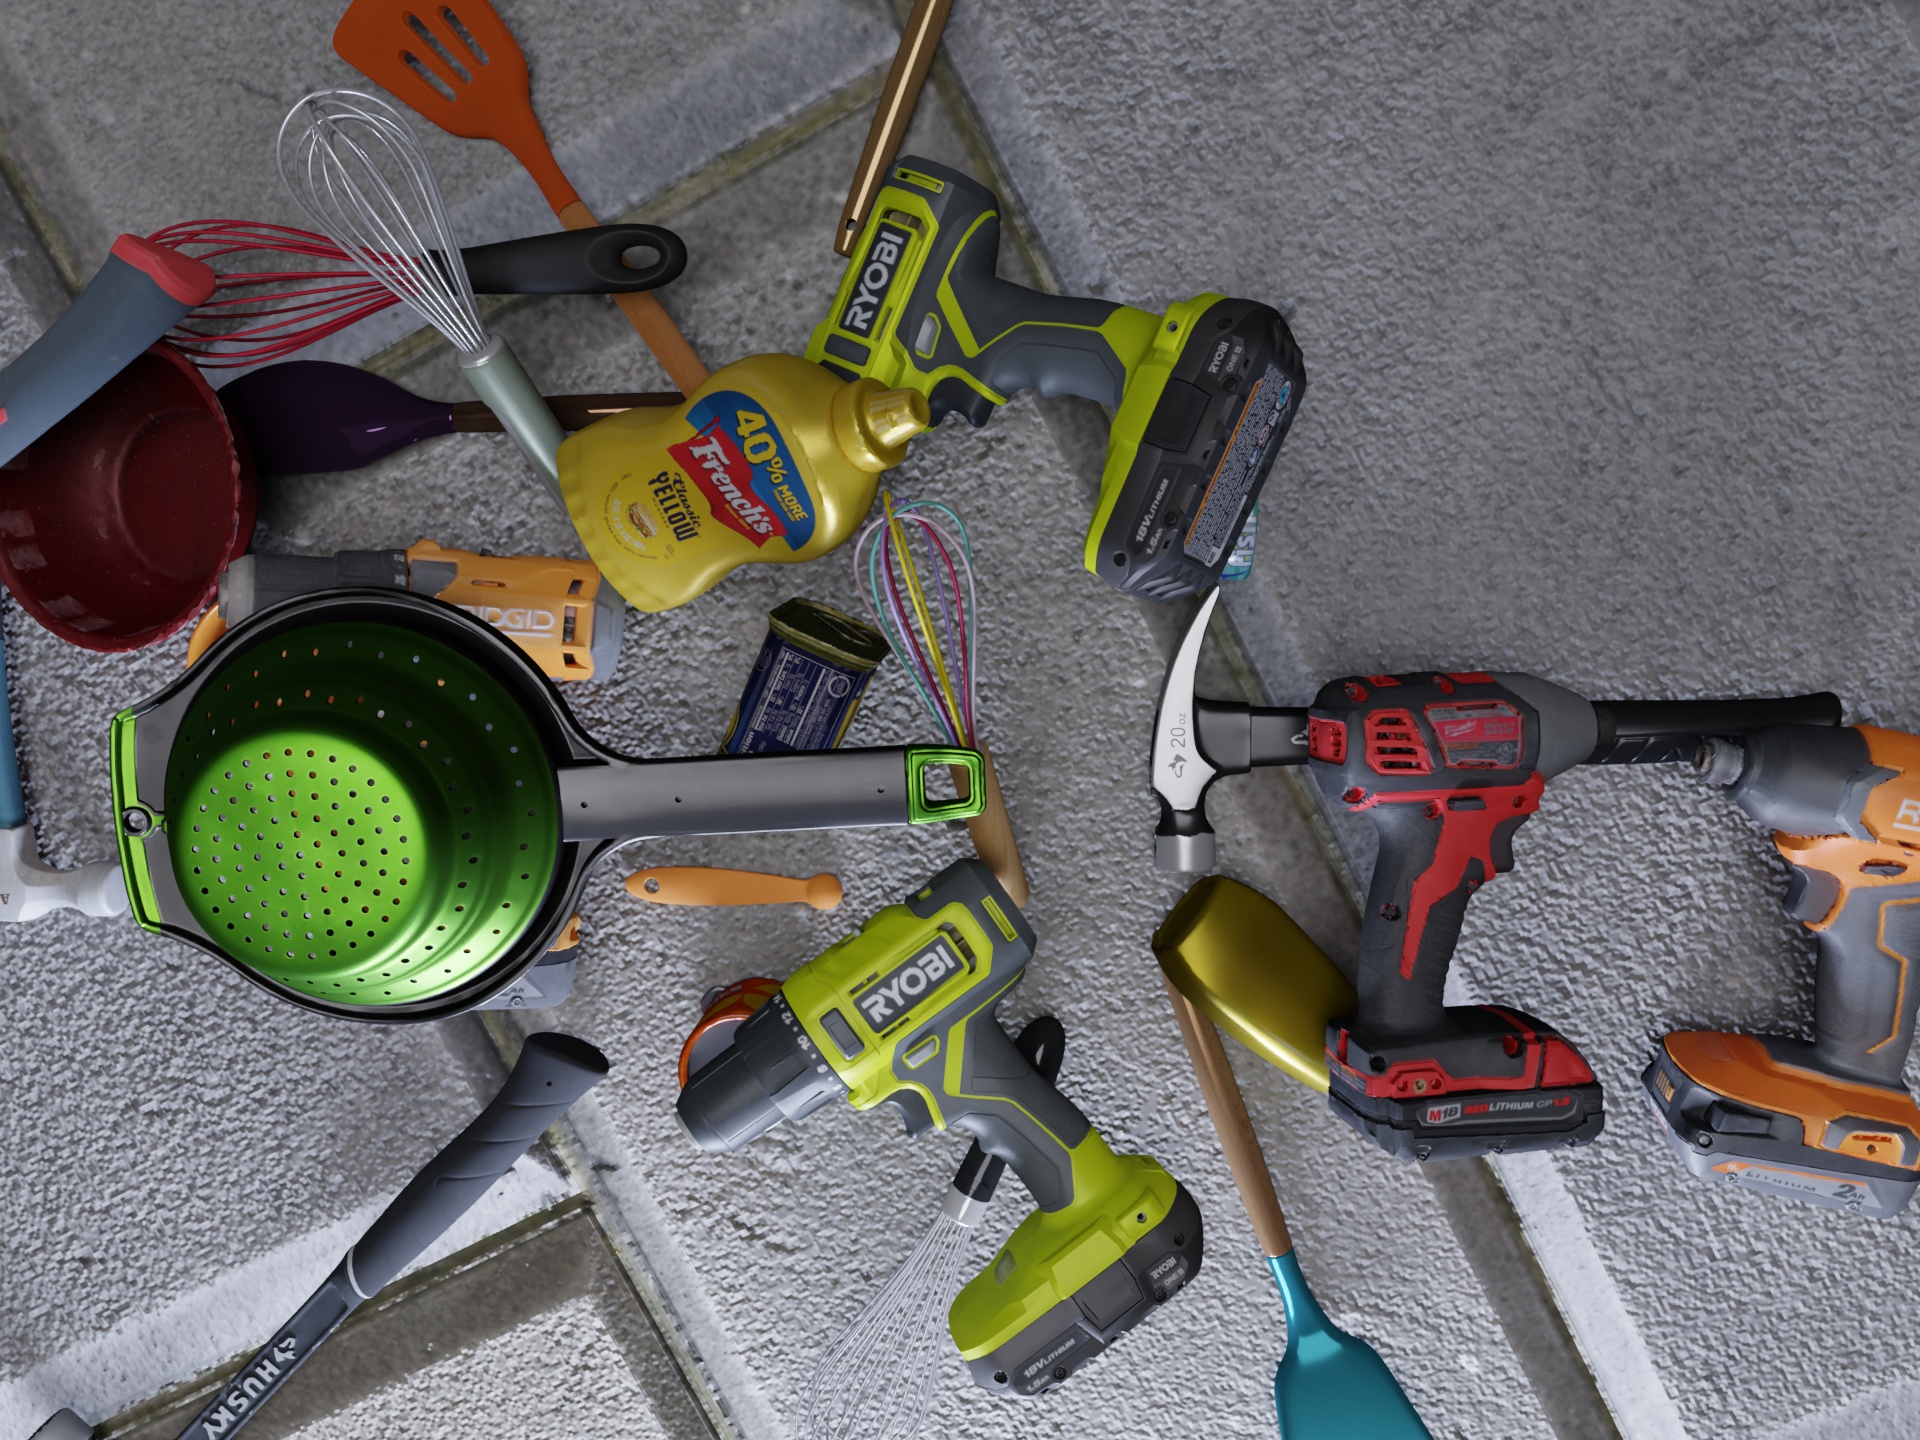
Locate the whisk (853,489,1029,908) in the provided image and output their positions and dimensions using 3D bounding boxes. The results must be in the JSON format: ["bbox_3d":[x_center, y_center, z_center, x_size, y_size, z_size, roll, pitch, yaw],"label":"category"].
[{"bbox_3d":[-0.001,-0.004,0.765,0.051,0.047,0.244,-32,128,-21],"label":"whisk"}]

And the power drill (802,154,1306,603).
[{"bbox_3d":[0.029,-0.148,0.737,0.223,0.080,0.171,28,99,26],"label":"power drill"}]

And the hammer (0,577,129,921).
[{"bbox_3d":[-0.520,-0.057,0.839,0.128,0.033,0.331,-1,98,3],"label":"hammer"}]

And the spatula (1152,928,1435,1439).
[{"bbox_3d":[0.161,0.257,0.831,0.082,0.044,0.317,-21,95,5],"label":"spatula"}]

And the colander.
[{"bbox_3d":[-0.186,0.043,0.688,0.397,0.094,0.204,-3,99,-1],"label":"colander"}]

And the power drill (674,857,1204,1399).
[{"bbox_3d":[-0.008,0.207,0.777,0.190,0.080,0.228,-36,94,-6],"label":"power drill"}]

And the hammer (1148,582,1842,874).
[{"bbox_3d":[0.262,0.001,0.793,0.335,0.035,0.146,-1,98,4],"label":"hammer"}]

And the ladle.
[{"bbox_3d":[-0.003,-0.376,0.764,0.069,0.031,0.315,21,100,0],"label":"ladle"}]

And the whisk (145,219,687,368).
[{"bbox_3d":[-0.274,-0.214,0.772,0.296,0.073,0.073,-2,98,9],"label":"whisk"}]

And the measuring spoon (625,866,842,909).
[{"bbox_3d":[-0.121,0.090,0.842,0.117,0.011,0.021,2,98,4],"label":"measuring spoon"}]

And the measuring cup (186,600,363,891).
[{"bbox_3d":[-0.335,0.012,0.828,0.095,0.052,0.173,-11,101,4],"label":"measuring cup"}]

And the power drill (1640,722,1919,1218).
[{"bbox_3d":[0.409,0.111,0.762,0.164,0.084,0.226,13,106,2],"label":"power drill"}]

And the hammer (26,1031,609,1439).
[{"bbox_3d":[-0.340,0.322,0.878,0.149,0.036,0.409,44,98,-4],"label":"hammer"}]

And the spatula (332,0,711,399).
[{"bbox_3d":[-0.182,-0.231,0.779,0.081,0.041,0.322,-37,89,21],"label":"spatula"}]

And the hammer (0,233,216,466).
[{"bbox_3d":[-0.505,-0.103,0.783,0.386,0.038,0.143,-29,87,18],"label":"hammer"}]

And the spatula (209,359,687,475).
[{"bbox_3d":[-0.232,-0.158,0.813,0.316,0.018,0.060,-1,88,4],"label":"spatula"}]

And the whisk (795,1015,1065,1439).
[{"bbox_3d":[-0.010,0.285,0.843,0.070,0.070,0.284,26,94,0],"label":"whisk"}]

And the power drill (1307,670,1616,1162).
[{"bbox_3d":[0.240,0.085,0.749,0.143,0.078,0.219,-3,95,-9],"label":"power drill"}]

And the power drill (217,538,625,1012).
[{"bbox_3d":[-0.267,0.024,0.781,0.185,0.084,0.226,3,99,-26],"label":"power drill"}]

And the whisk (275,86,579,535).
[{"bbox_3d":[-0.228,-0.177,0.738,0.059,0.058,0.246,-35,133,-8],"label":"whisk"}]
